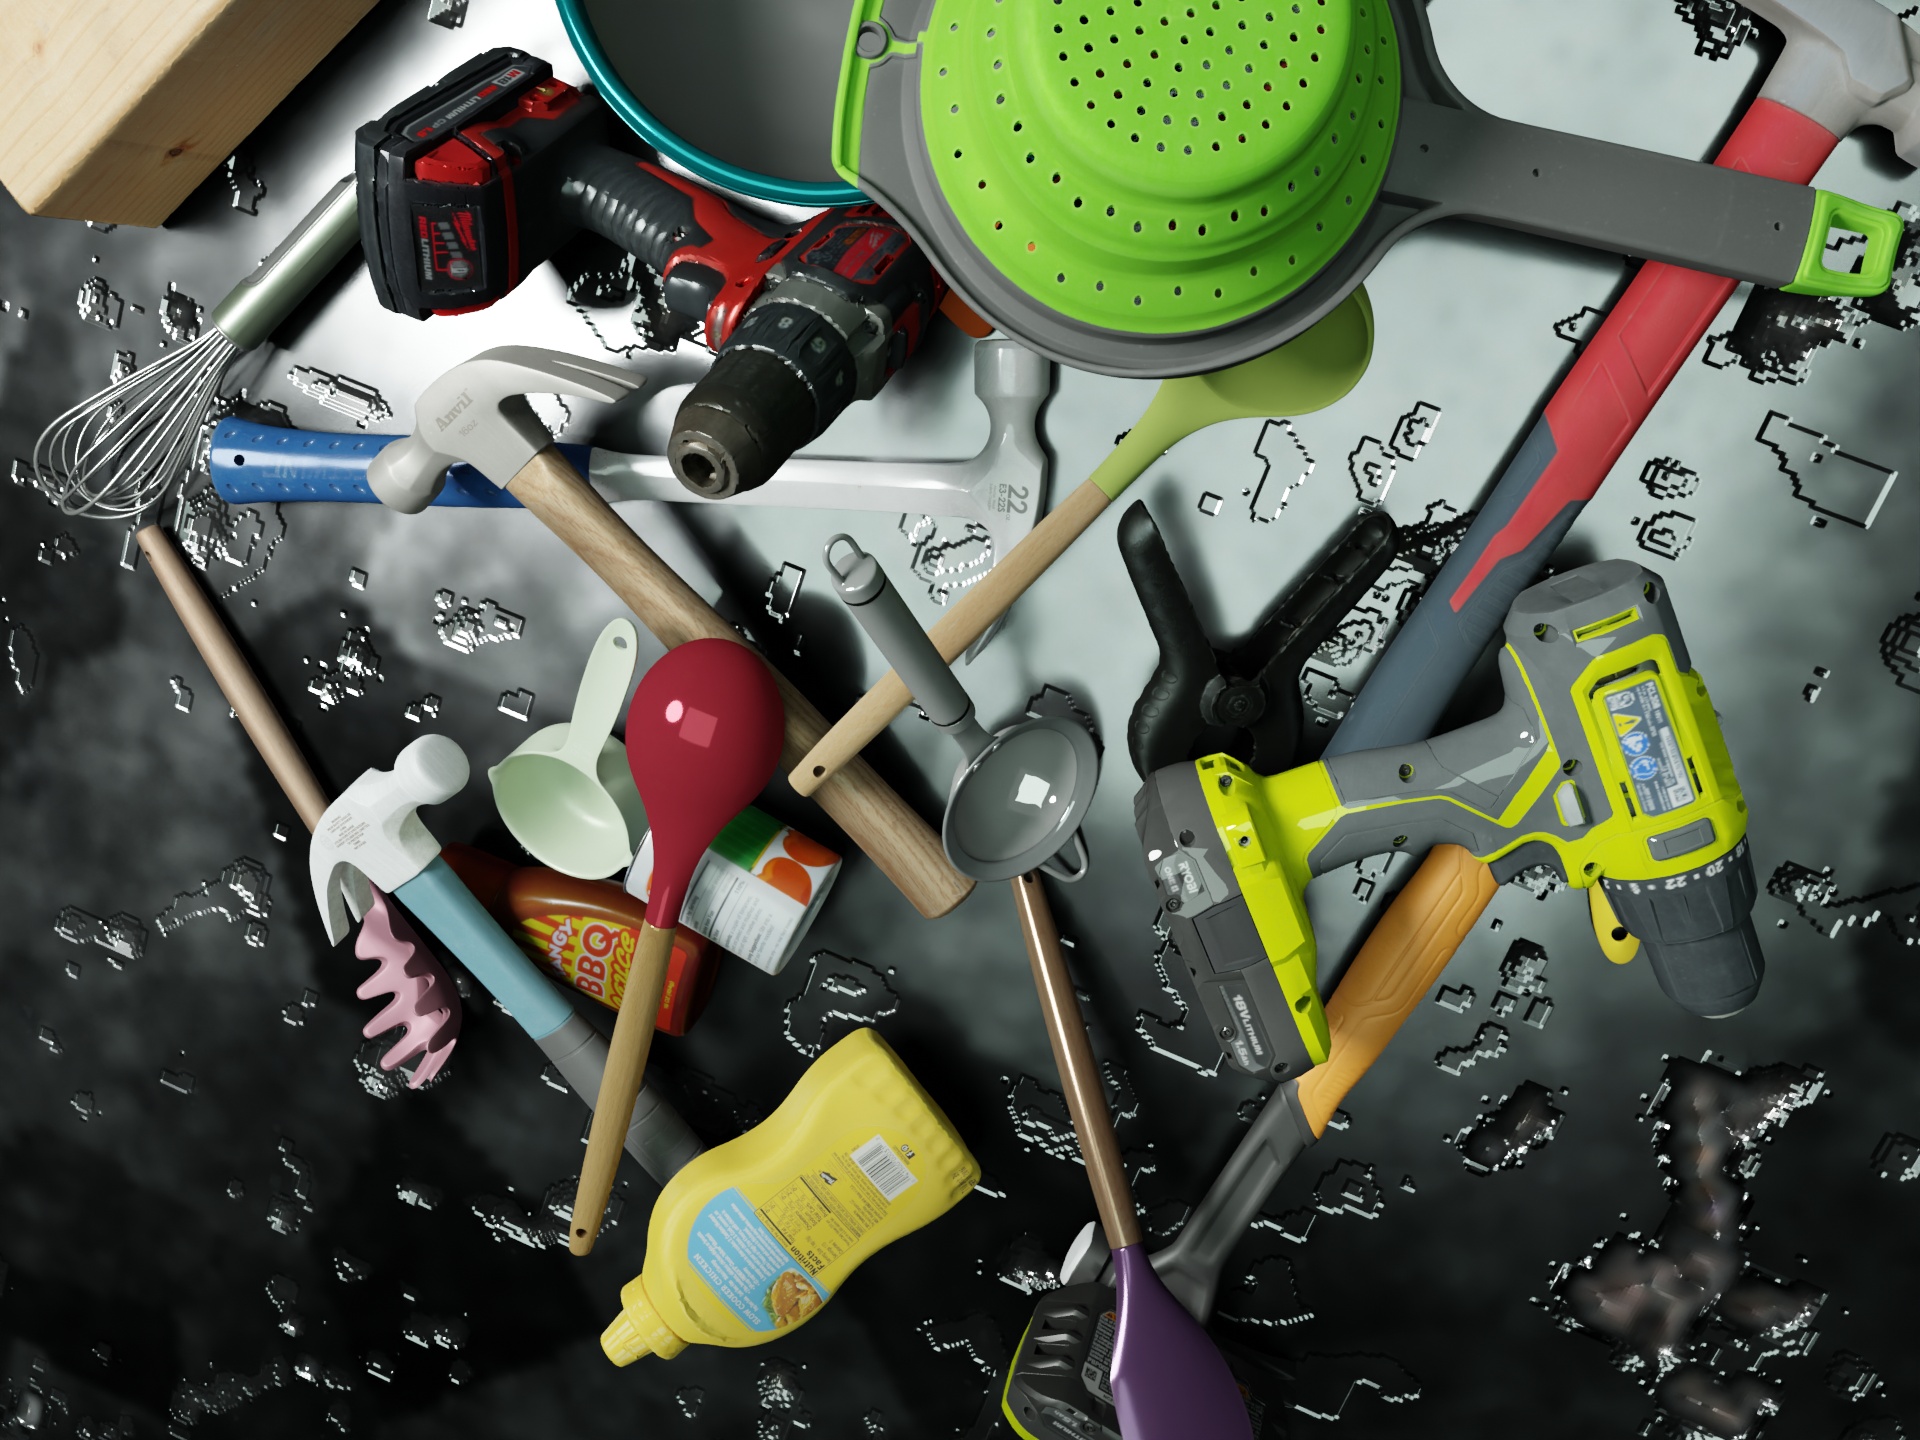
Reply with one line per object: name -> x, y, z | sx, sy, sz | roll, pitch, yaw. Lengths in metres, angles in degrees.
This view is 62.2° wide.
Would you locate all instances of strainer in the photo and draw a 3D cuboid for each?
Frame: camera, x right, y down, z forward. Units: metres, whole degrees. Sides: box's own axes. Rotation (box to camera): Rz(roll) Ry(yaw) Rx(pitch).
strainer -> -0.001, -0.002, 0.670 | 0.087, 0.258, 0.050 | -44, 53, -7
strainer -> -0.116, -0.302, 0.641 | 0.340, 0.095, 0.211 | -2, 94, 1

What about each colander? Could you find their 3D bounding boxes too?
colander -> 0.152, -0.211, 0.553 | 0.397, 0.094, 0.204 | 12, 93, -1

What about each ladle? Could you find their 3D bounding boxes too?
ladle -> -0.144, 0.114, 0.728 | 0.069, 0.031, 0.315 | 16, 107, -1
ladle -> 0.043, -0.077, 0.673 | 0.320, 0.062, 0.078 | -44, 108, 8

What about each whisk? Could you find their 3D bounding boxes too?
whisk -> -0.356, -0.182, 0.765 | 0.246, 0.058, 0.059 | -40, 127, 13

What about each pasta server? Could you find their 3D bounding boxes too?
pasta server -> -0.342, 0.043, 0.818 | 0.060, 0.040, 0.316 | -25, 96, 42

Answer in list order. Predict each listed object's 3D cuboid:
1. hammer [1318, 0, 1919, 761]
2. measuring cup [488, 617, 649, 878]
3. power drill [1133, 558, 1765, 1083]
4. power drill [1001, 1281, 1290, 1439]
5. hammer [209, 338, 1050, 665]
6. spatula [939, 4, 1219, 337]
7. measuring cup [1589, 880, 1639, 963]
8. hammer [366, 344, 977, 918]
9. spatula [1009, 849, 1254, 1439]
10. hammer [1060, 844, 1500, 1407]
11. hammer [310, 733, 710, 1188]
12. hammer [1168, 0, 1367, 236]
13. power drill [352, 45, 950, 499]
hammer -> 0.237, -0.116, 0.658 | 0.143, 0.038, 0.386 | 32, 107, 4
measuring cup -> -0.168, 0.006, 0.745 | 0.083, 0.038, 0.167 | 31, 130, 3
power drill -> 0.204, 0.061, 0.651 | 0.228, 0.080, 0.190 | -21, 102, 10
power drill -> 0.046, 0.386, 0.781 | 0.171, 0.080, 0.223 | 29, 121, 3
hammer -> -0.161, -0.108, 0.745 | 0.405, 0.035, 0.144 | 4, 104, 11
spatula -> 0.096, -0.294, 0.655 | 0.322, 0.041, 0.081 | -40, 92, 13
measuring cup -> 0.282, 0.035, 0.687 | 0.062, 0.029, 0.156 | -6, 100, 13
hammer -> -0.111, -0.033, 0.722 | 0.130, 0.031, 0.331 | -35, 106, 32
spatula -> 0.070, 0.210, 0.718 | 0.059, 0.018, 0.316 | -11, 74, -18
hammer -> 0.178, 0.165, 0.739 | 0.127, 0.034, 0.336 | 29, 107, 5
hammer -> -0.190, 0.159, 0.782 | 0.128, 0.033, 0.330 | -28, 108, 32
hammer -> 0.192, -0.335, 0.601 | 0.149, 0.037, 0.359 | 33, 112, -20
power drill -> -0.132, -0.180, 0.648 | 0.227, 0.188, 0.080 | 22, 138, 9
